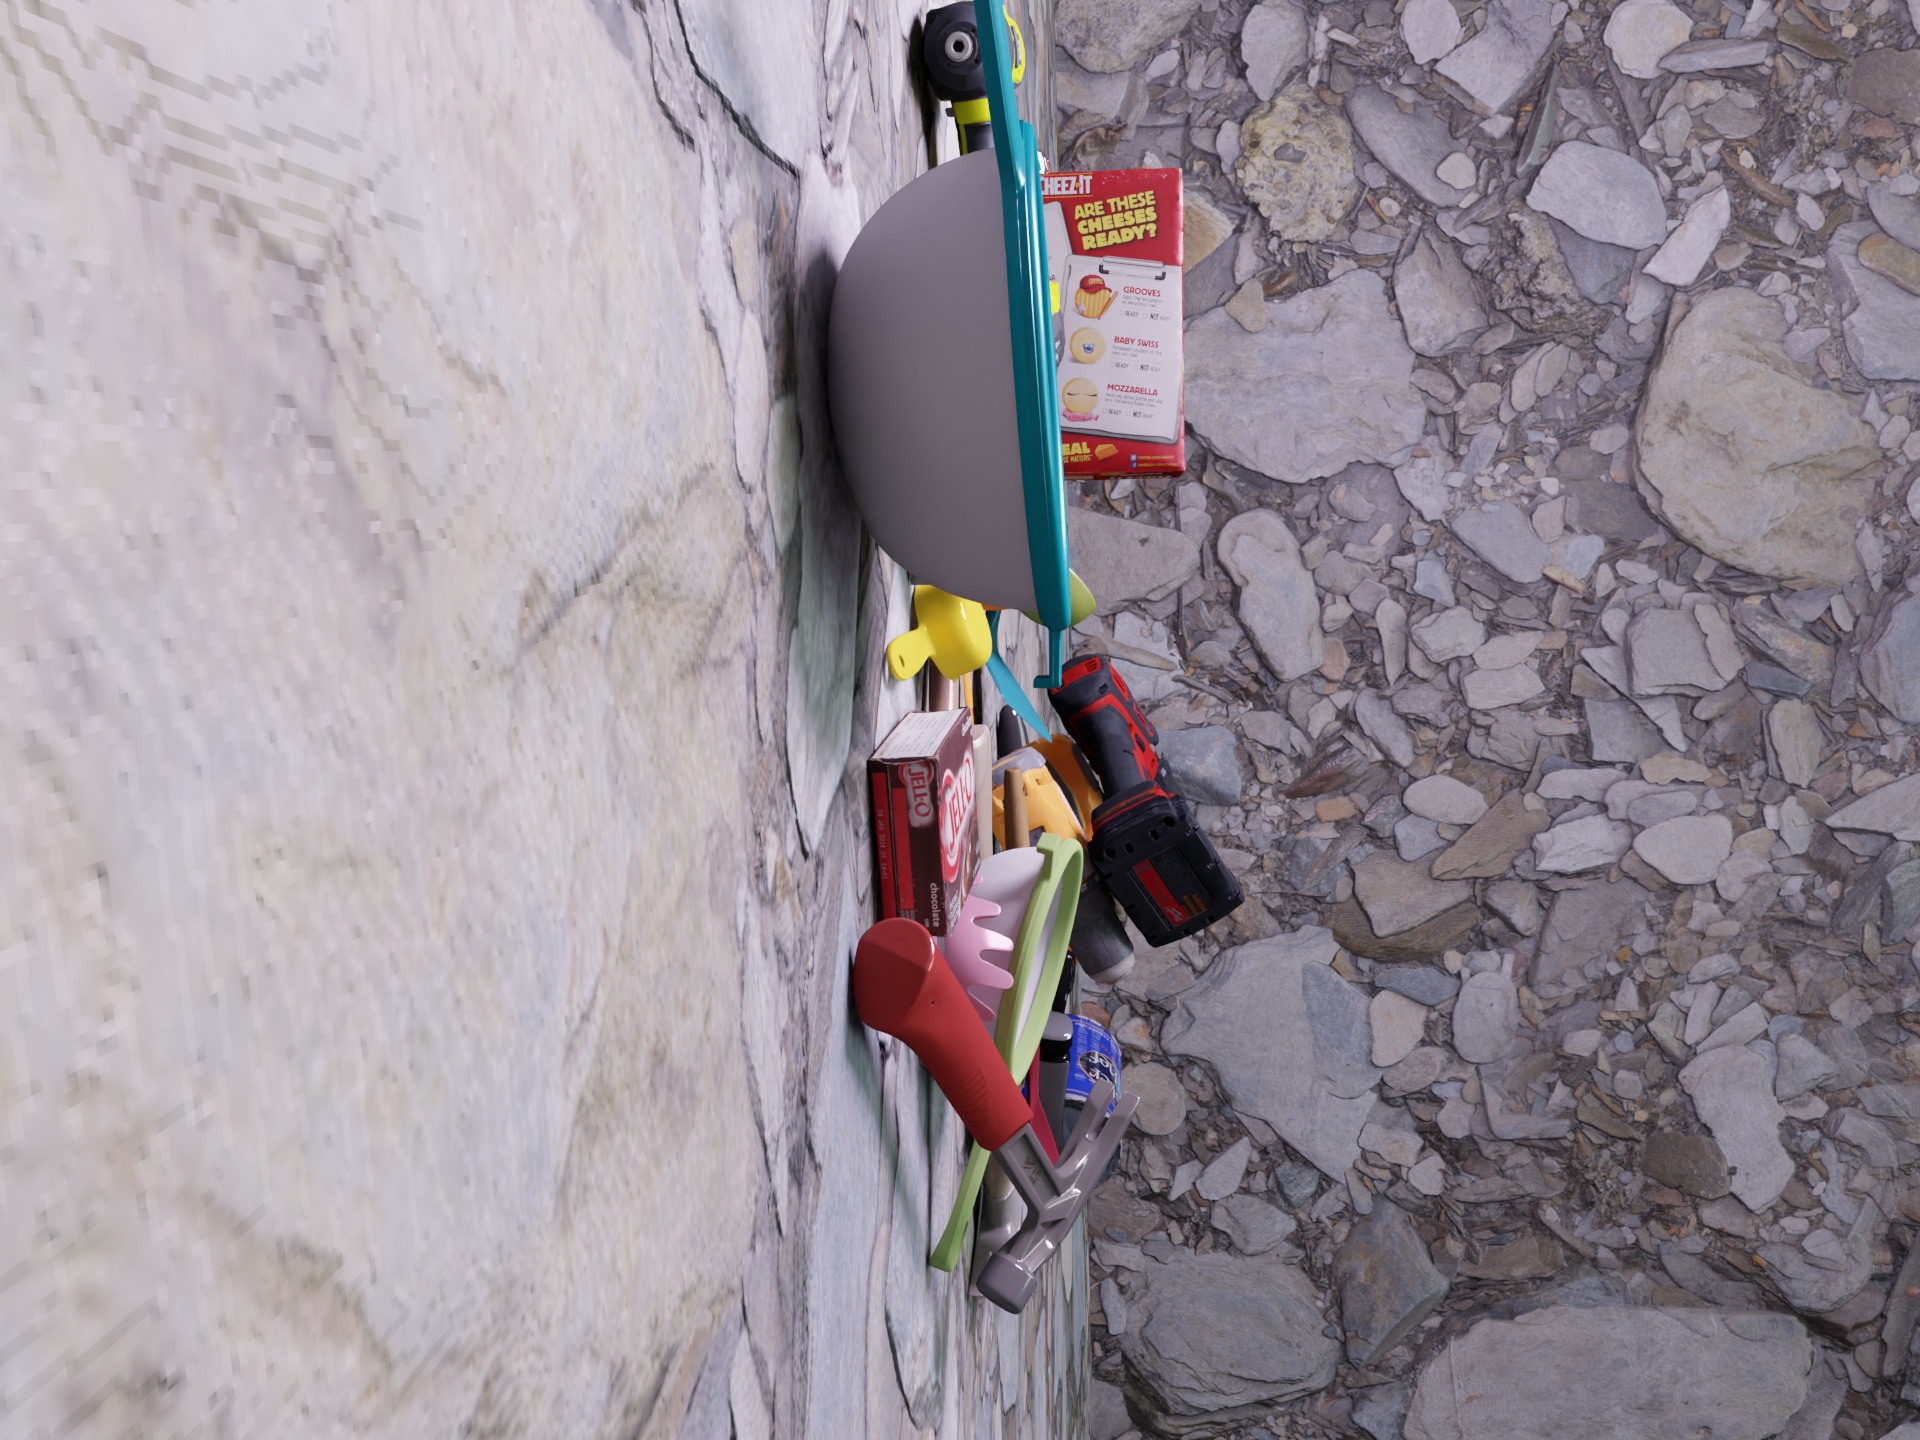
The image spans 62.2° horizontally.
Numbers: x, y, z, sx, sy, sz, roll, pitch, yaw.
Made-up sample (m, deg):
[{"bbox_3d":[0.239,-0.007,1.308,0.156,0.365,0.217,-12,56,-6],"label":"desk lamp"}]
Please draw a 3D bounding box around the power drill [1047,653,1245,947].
[{"bbox_3d":[0.146,0.071,1.241,0.187,0.080,0.227,54,13,-34],"label":"power drill"}]

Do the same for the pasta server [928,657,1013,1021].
[{"bbox_3d":[-0.004,0.022,0.918,0.040,0.060,0.316,23,51,-32],"label":"pasta server"}]

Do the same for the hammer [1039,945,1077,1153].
[{"bbox_3d":[0.088,0.203,1.331,0.337,0.034,0.127,-74,168,-59],"label":"hammer"}]

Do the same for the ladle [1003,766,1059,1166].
[{"bbox_3d":[0.046,0.185,1.067,0.069,0.031,0.315,-55,141,-75],"label":"ladle"}]

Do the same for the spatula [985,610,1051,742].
[{"bbox_3d":[0.041,-0.131,1.294,0.082,0.044,0.318,41,44,-48],"label":"spatula"}]

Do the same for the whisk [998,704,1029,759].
[{"bbox_3d":[0.057,0.101,1.431,0.055,0.055,0.239,-69,153,-73],"label":"whisk"}]

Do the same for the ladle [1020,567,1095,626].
[{"bbox_3d":[0.048,-0.228,1.232,0.078,0.062,0.320,168,-88,-75],"label":"ladle"}]

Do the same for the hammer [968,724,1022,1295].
[{"bbox_3d":[0.015,0.194,1.069,0.146,0.038,0.410,-76,163,-62],"label":"hammer"}]

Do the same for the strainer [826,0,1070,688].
[{"bbox_3d":[-0.014,-0.180,0.629,0.340,0.095,0.211,78,10,-50],"label":"strainer"}]

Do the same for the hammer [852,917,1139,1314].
[{"bbox_3d":[0.020,0.190,0.822,0.149,0.037,0.358,-56,149,-23],"label":"hammer"}]

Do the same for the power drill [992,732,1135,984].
[{"bbox_3d":[0.084,0.103,1.257,0.185,0.084,0.226,61,9,-1],"label":"power drill"}]

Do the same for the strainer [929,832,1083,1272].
[{"bbox_3d":[0.005,0.185,0.928,0.151,0.069,0.256,54,53,-74],"label":"strainer"}]

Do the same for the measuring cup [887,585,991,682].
[{"bbox_3d":[-0.011,-0.045,0.861,0.156,0.029,0.062,-49,119,-75],"label":"measuring cup"}]

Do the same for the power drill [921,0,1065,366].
[{"bbox_3d":[0.016,-0.339,1.020,0.171,0.080,0.223,-74,158,-69],"label":"power drill"}]

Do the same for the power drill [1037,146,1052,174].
[{"bbox_3d":[0.062,-0.369,1.332,0.164,0.084,0.226,-68,147,-73],"label":"power drill"}]

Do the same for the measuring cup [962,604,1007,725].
[{"bbox_3d":[0.025,-0.079,1.118,0.095,0.052,0.174,38,49,-82],"label":"measuring cup"}]

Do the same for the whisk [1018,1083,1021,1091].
[{"bbox_3d":[0.037,0.237,1.251,0.051,0.047,0.245,-46,140,-67],"label":"whisk"}]
